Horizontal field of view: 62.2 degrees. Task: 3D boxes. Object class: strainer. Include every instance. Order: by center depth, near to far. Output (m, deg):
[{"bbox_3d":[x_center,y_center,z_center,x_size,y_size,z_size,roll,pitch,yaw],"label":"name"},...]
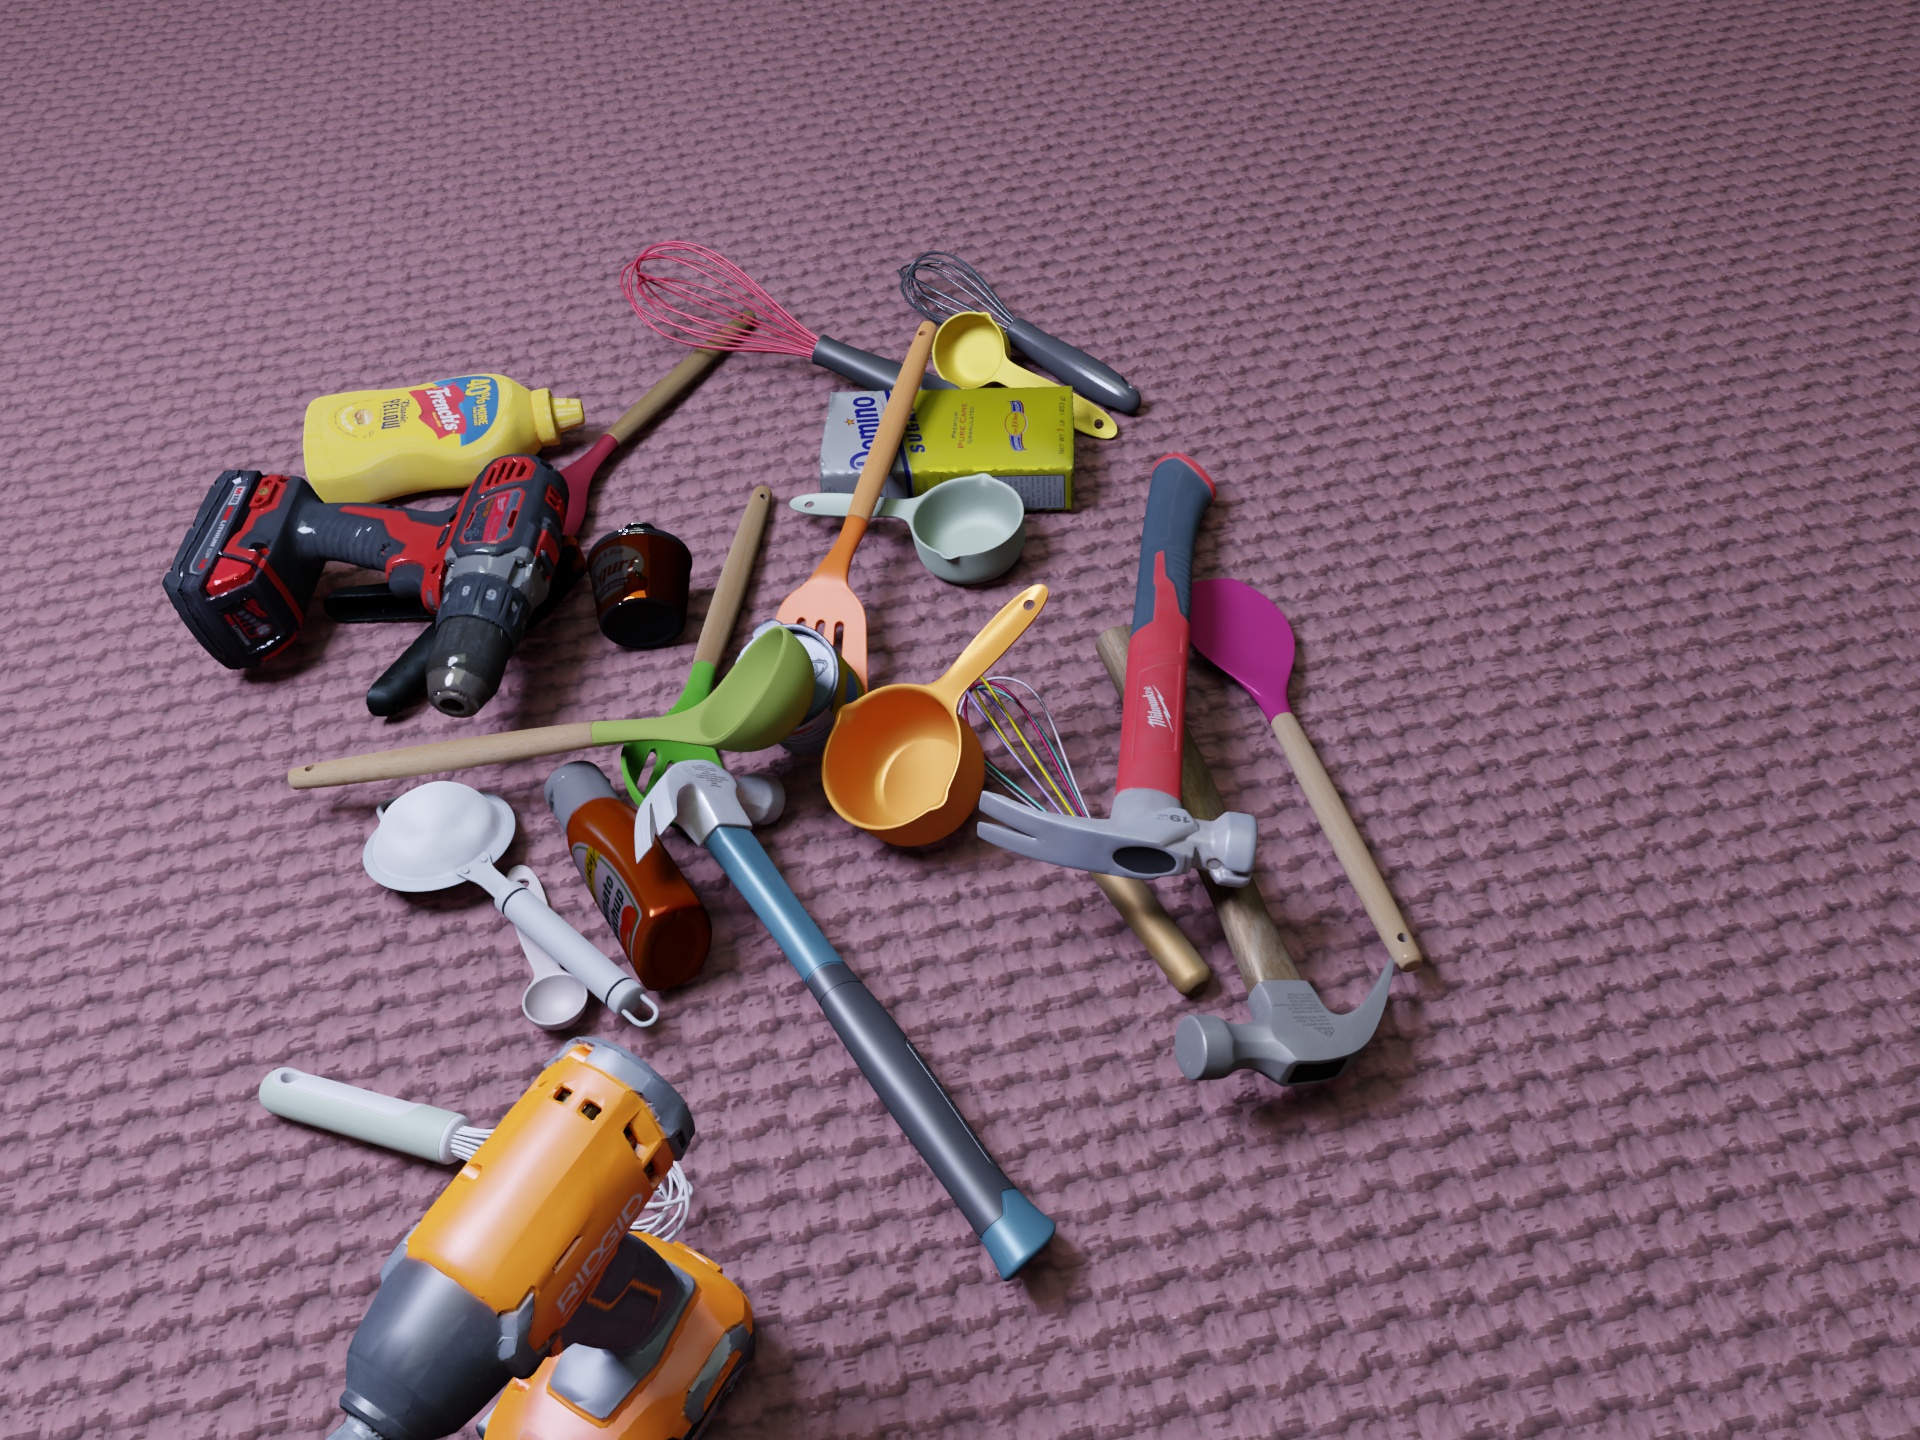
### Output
[{"bbox_3d":[-0.251,0.092,0.877,0.259,0.050,0.087,32,51,29],"label":"strainer"}]

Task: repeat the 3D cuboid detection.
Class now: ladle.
[{"bbox_3d":[-0.237,0.002,0.903,0.320,0.062,0.078,-8,37,8],"label":"ladle"},{"bbox_3d":[-0.240,-0.218,1.171,0.069,0.031,0.315,21,51,20],"label":"ladle"}]

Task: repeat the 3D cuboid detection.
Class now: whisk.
[{"bbox_3d":[-0.243,0.208,0.786,0.246,0.059,0.058,10,12,17],"label":"whisk"},{"bbox_3d":[0.063,0.056,0.901,0.051,0.047,0.245,-12,51,-33],"label":"whisk"},{"bbox_3d":[-0.122,-0.286,1.189,0.296,0.073,0.073,25,54,9],"label":"whisk"},{"bbox_3d":[0.043,-0.294,1.212,0.239,0.055,0.055,37,60,24],"label":"whisk"}]

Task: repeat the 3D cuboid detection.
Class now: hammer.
[{"bbox_3d":[-0.060,0.140,0.813,0.033,0.128,0.331,-50,61,17],"label":"hammer"},{"bbox_3d":[0.139,0.060,0.887,0.130,0.031,0.332,4,41,-19],"label":"hammer"},{"bbox_3d":[0.104,-0.052,0.953,0.143,0.038,0.387,8,40,3],"label":"hammer"}]

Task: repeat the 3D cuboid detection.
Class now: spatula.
[{"bbox_3d":[-0.061,-0.143,1.053,0.081,0.041,0.323,6,57,17],"label":"spatula"}]

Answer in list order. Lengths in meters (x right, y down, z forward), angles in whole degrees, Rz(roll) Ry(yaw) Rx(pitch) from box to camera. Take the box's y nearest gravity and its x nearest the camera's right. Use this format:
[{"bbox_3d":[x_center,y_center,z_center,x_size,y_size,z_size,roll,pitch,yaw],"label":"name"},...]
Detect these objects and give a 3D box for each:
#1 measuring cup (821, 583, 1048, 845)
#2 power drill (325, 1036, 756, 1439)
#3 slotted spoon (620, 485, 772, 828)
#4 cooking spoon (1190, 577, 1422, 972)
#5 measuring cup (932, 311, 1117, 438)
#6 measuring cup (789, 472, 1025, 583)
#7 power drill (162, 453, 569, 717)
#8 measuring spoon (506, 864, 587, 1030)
[{"bbox_3d":[-0.001,-0.003,0.913,0.173,0.052,0.095,-48,57,-2],"label":"measuring cup"},{"bbox_3d":[-0.160,0.246,0.626,0.084,0.226,0.164,22,54,21],"label":"power drill"},{"bbox_3d":[-0.156,-0.049,1.015,0.070,0.031,0.314,27,43,-18],"label":"slotted spoon"},{"bbox_3d":[0.199,0.018,0.936,0.068,0.017,0.319,-8,45,-10],"label":"cooking spoon"},{"bbox_3d":[0.051,-0.249,1.178,0.156,0.062,0.029,32,15,12],"label":"measuring cup"},{"bbox_3d":[-0.036,-0.130,1.078,0.167,0.038,0.083,7,52,19],"label":"measuring cup"},{"bbox_3d":[-0.364,-0.081,0.985,0.226,0.080,0.188,-1,53,9],"label":"power drill"},{"bbox_3d":[-0.232,0.126,0.880,0.034,0.018,0.124,-16,43,-16],"label":"measuring spoon"}]
